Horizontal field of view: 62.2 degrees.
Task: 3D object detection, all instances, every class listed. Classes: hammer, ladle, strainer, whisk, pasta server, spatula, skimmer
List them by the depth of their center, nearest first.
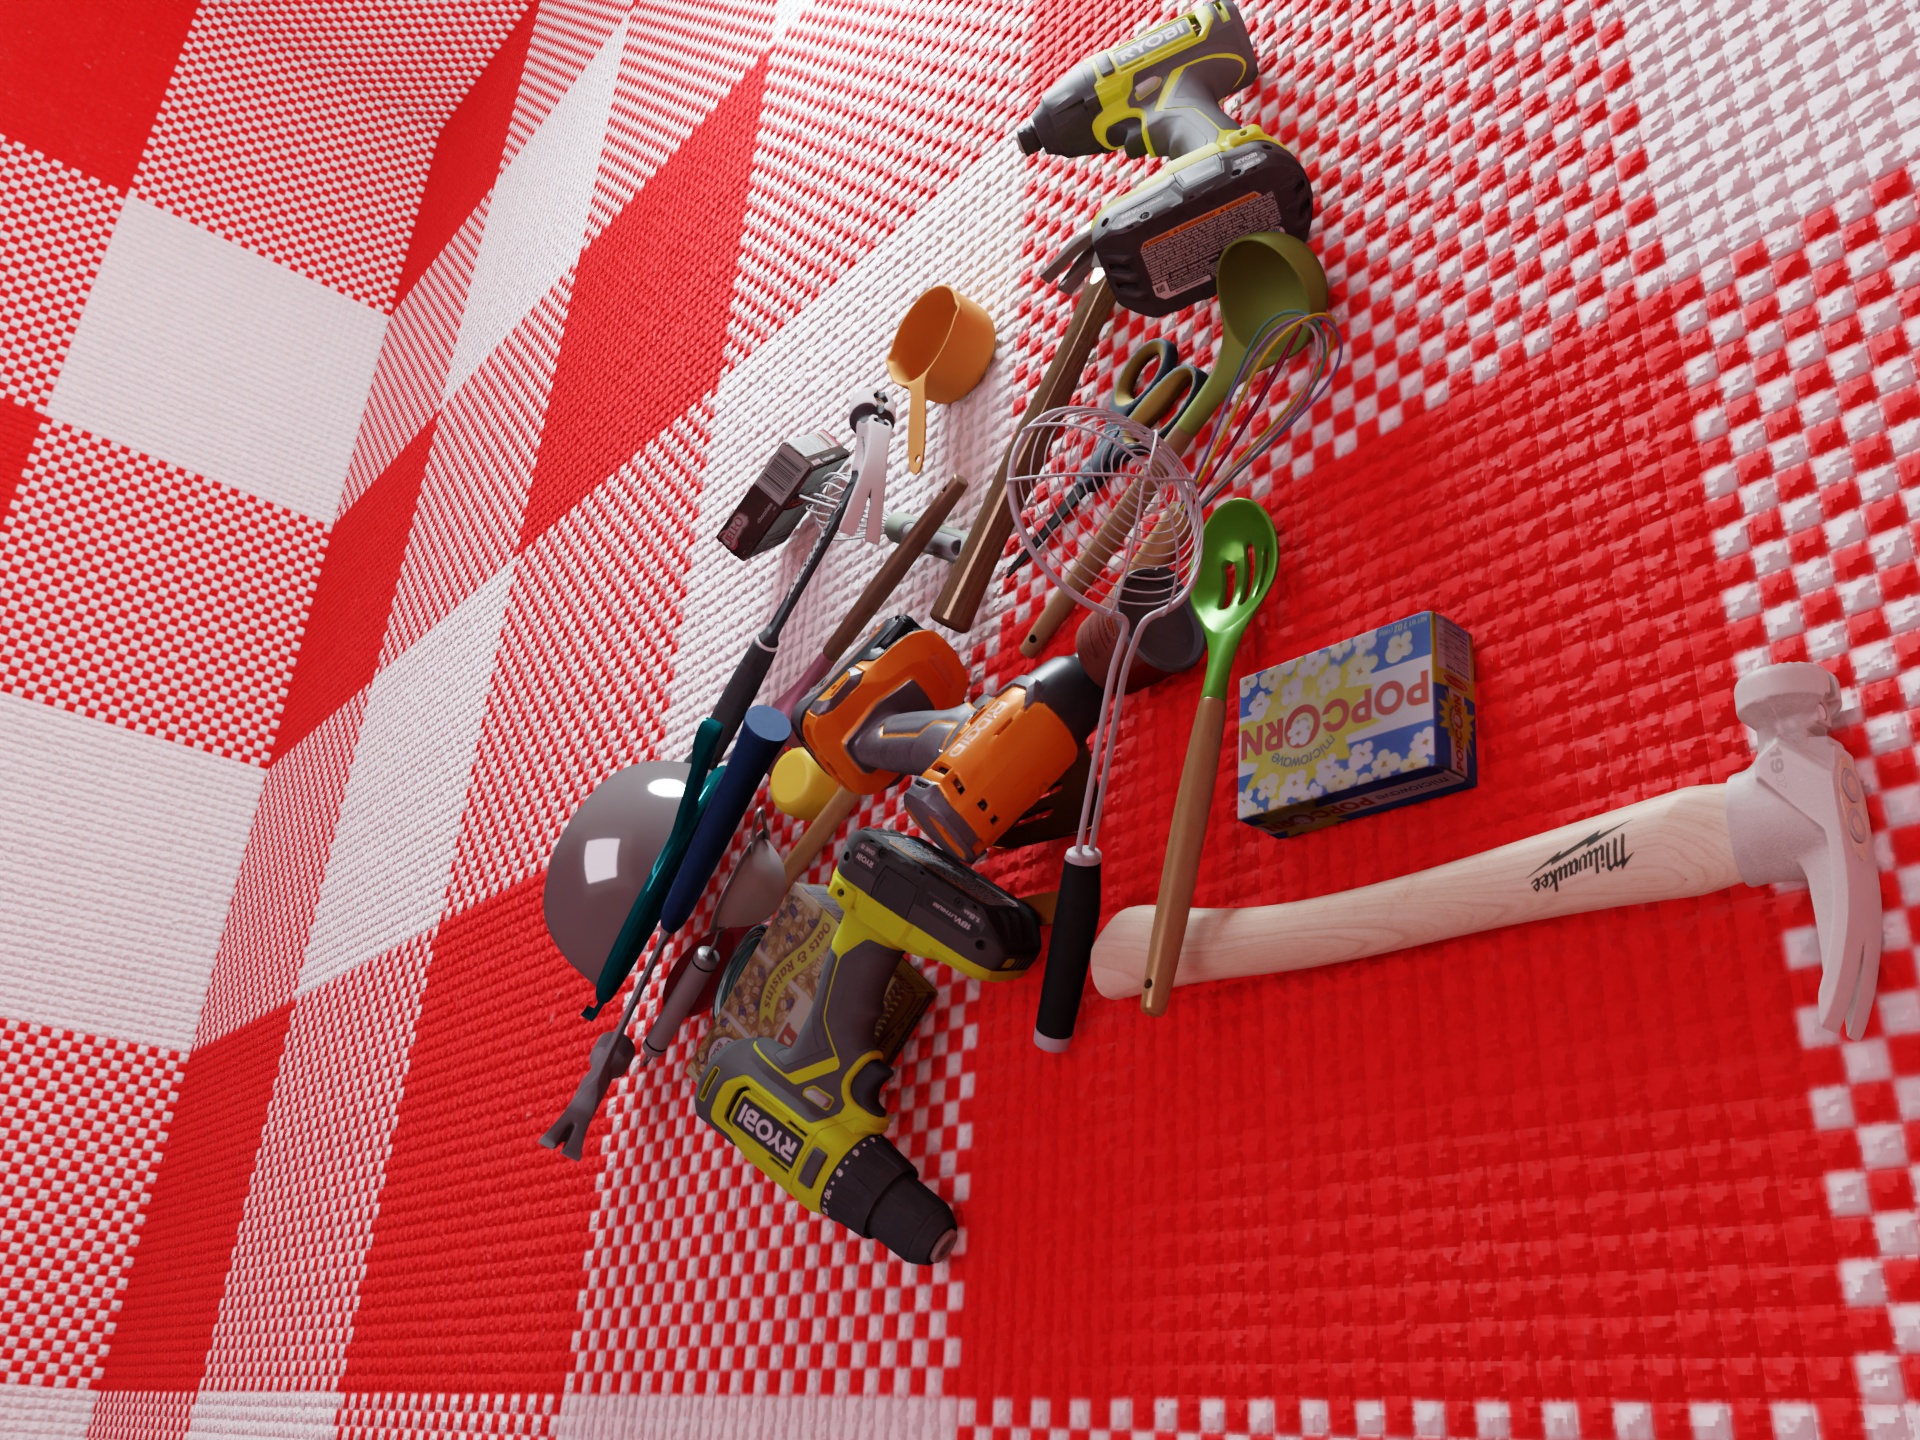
[{"bbox_3d":[0.212,0.099,0.753,0.410,0.038,0.146,-23,55,47],"label":"hammer"},{"bbox_3d":[0.064,0.010,0.904,0.090,0.127,0.363,32,119,52],"label":"skimmer"},{"bbox_3d":[0.146,-0.145,0.963,0.245,0.051,0.047,-56,-9,29],"label":"whisk"},{"bbox_3d":[0.122,-0.164,1.012,0.078,0.062,0.320,46,116,24],"label":"ladle"},{"bbox_3d":[-0.023,0.120,1.082,0.322,0.041,0.081,-46,38,36],"label":"spatula"},{"bbox_3d":[0.058,-0.218,1.139,0.130,0.031,0.331,23,88,57],"label":"hammer"},{"bbox_3d":[-0.218,0.160,1.175,0.405,0.035,0.144,-61,5,28],"label":"hammer"},{"bbox_3d":[-0.185,0.173,1.190,0.258,0.050,0.087,-58,-3,27],"label":"strainer"},{"bbox_3d":[-0.253,0.078,1.220,0.211,0.095,0.340,-65,3,-37],"label":"strainer"},{"bbox_3d":[-0.081,-0.067,1.235,0.316,0.040,0.060,-50,38,29],"label":"pasta server"},{"bbox_3d":[-0.136,0.119,1.235,0.315,0.031,0.069,-51,39,20],"label":"ladle"},{"bbox_3d":[-0.055,-0.156,1.262,0.246,0.059,0.058,26,105,52],"label":"whisk"},{"bbox_3d":[-0.148,-0.071,1.282,0.408,0.036,0.149,-56,24,38],"label":"hammer"}]

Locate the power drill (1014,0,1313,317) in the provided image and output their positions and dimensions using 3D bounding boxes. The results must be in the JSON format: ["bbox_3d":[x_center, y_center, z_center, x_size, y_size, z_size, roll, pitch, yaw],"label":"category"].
[{"bbox_3d":[0.132,-0.376,1.058,0.171,0.080,0.223,-22,49,12],"label":"power drill"}]

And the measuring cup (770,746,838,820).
[{"bbox_3d":[-0.098,0.009,1.232,0.156,0.029,0.062,-56,48,16],"label":"measuring cup"}]

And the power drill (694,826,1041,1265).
[{"bbox_3d":[-0.045,0.200,0.981,0.191,0.080,0.228,30,97,28],"label":"power drill"}]

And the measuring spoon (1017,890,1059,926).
[{"bbox_3d":[0.039,0.123,1.006,0.117,0.011,0.021,-17,64,45],"label":"measuring spoon"}]

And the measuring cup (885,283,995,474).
[{"bbox_3d":[-0.013,-0.260,1.259,0.095,0.052,0.174,-25,54,46],"label":"measuring cup"}]

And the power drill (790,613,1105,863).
[{"bbox_3d":[-0.002,-0.003,1.045,0.164,0.084,0.227,-45,29,-14],"label":"power drill"}]

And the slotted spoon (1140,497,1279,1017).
[{"bbox_3d":[0.135,0.014,0.883,0.070,0.031,0.314,-19,49,50],"label":"slotted spoon"}]
